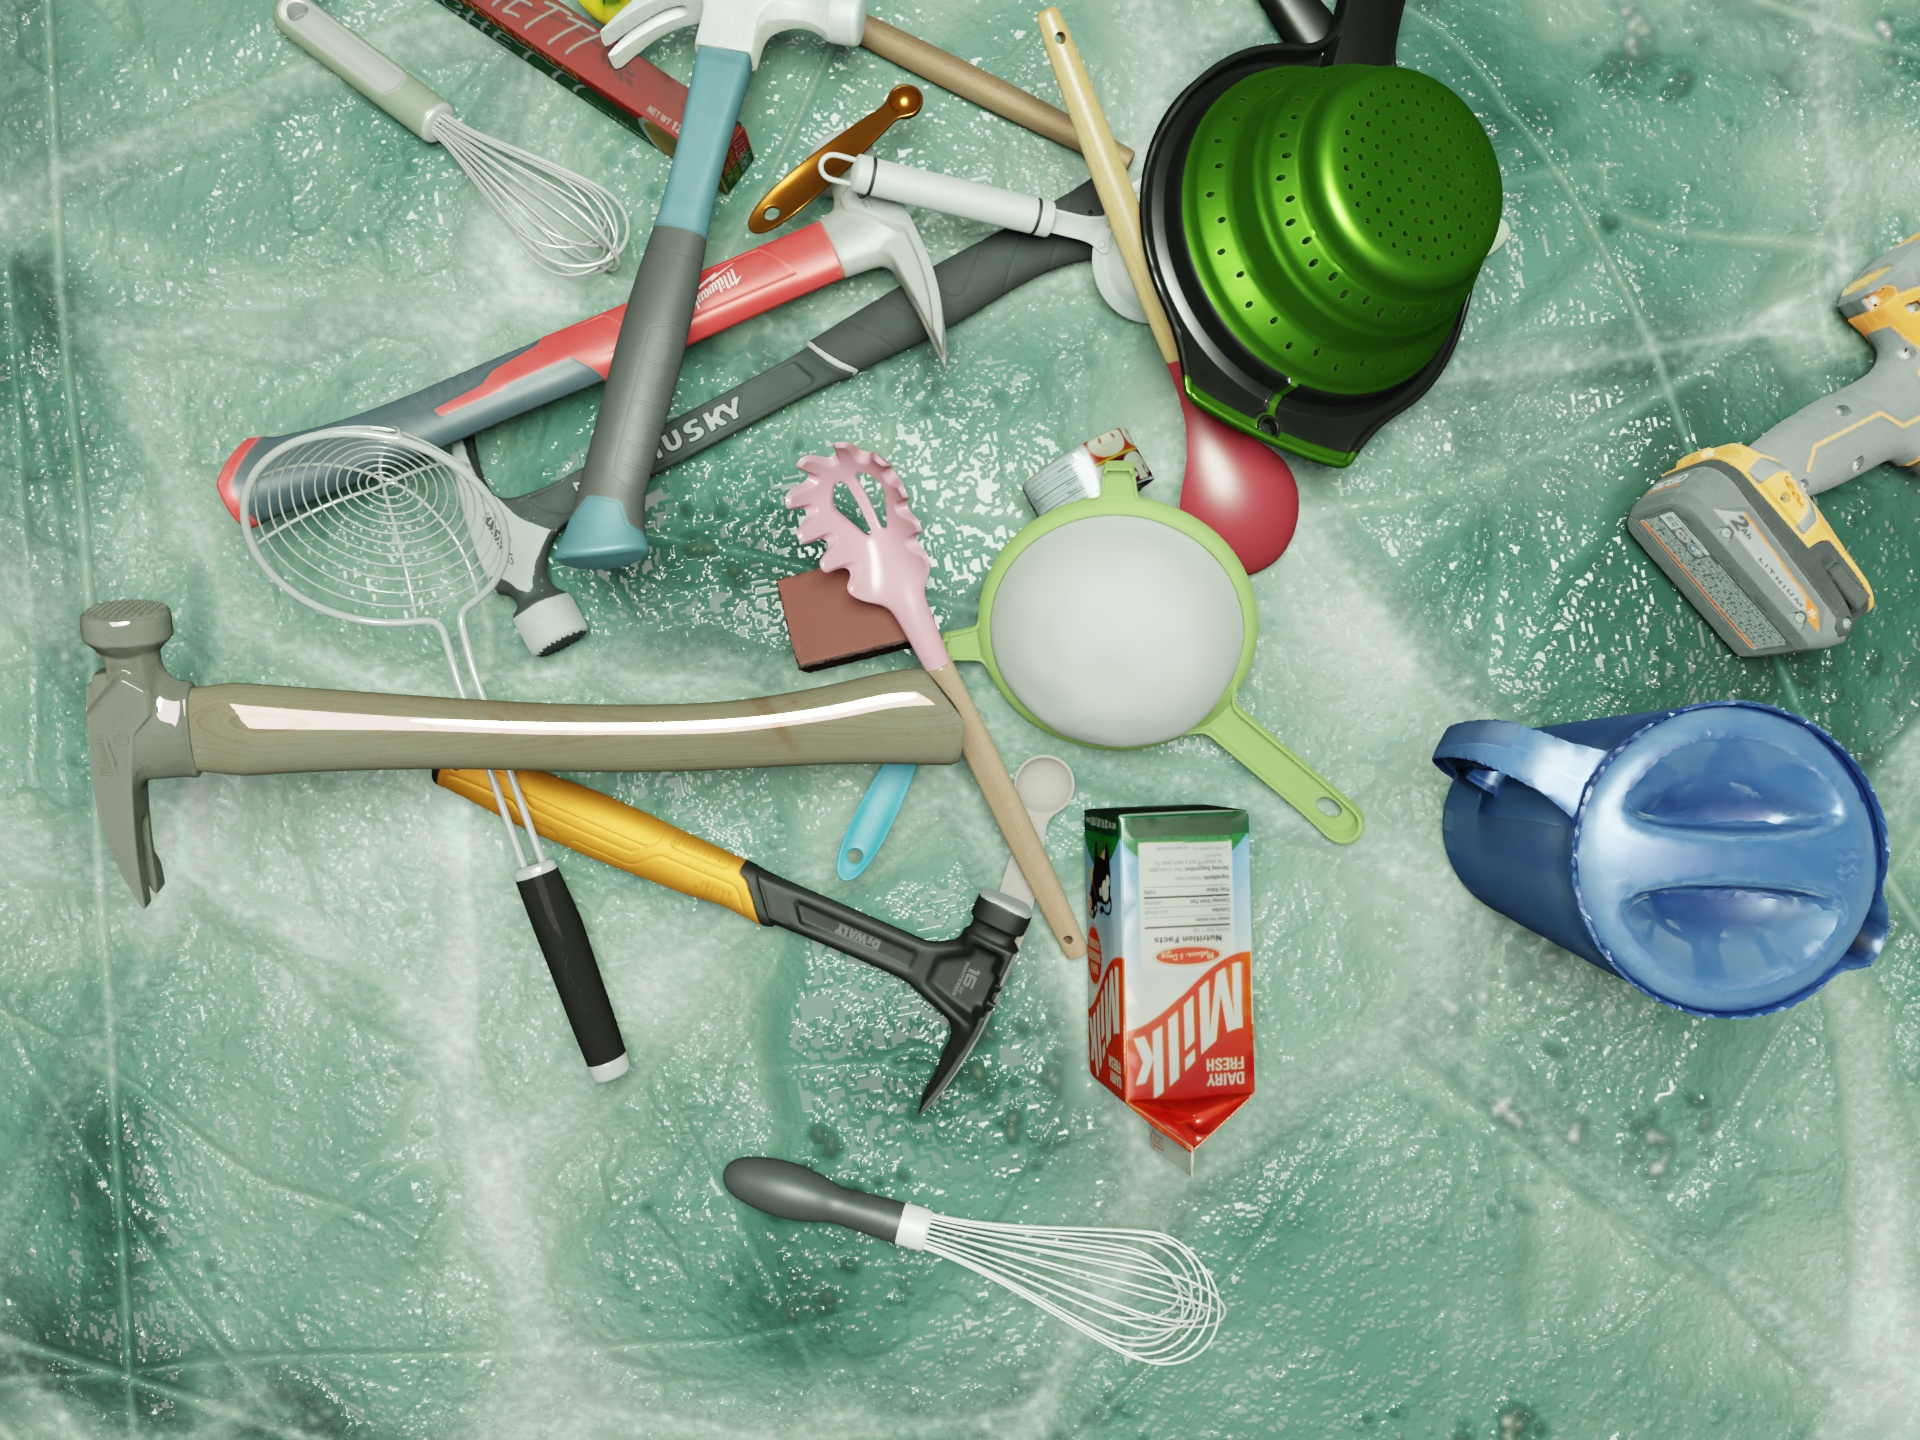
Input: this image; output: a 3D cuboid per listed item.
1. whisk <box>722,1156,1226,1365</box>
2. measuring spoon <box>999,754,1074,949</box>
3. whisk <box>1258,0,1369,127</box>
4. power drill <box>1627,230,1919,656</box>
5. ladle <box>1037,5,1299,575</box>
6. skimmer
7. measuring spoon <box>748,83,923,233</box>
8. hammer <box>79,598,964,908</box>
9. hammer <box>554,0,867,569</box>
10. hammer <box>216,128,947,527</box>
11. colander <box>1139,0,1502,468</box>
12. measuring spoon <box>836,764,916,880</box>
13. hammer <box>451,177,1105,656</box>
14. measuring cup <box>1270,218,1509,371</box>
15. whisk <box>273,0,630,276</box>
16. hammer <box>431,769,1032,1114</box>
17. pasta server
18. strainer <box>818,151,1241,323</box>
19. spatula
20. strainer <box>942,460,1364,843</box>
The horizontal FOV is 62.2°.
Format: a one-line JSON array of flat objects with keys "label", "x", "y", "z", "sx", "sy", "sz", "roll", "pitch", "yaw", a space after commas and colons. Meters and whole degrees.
[{"label": "whisk", "x": 0.006, "y": 0.286, "z": 0.870, "sx": 0.284, "sy": 0.070, "sz": 0.070, "roll": 15, "pitch": 90, "yaw": 5}, {"label": "measuring spoon", "x": 0.035, "y": 0.078, "z": 0.893, "sx": 0.034, "sy": 0.018, "sz": 0.124, "roll": 13, "pitch": 97, "yaw": -8}, {"label": "whisk", "x": 0.140, "y": -0.447, "z": 0.873, "sx": 0.073, "sy": 0.073, "sz": 0.295, "roll": -40, "pitch": 97, "yaw": 0}, {"label": "power drill", "x": 0.504, "y": -0.129, "z": 0.861, "sx": 0.226, "sy": 0.084, "sz": 0.185, "roll": -42, "pitch": 91, "yaw": -5}, {"label": "ladle", "x": 0.106, "y": -0.214, "z": 0.831, "sx": 0.069, "sy": 0.031, "sz": 0.315, "roll": -26, "pitch": 109, "yaw": -2}, {"label": "skimmer", "x": -0.250, "y": 0.028, "z": 0.813, "sx": 0.127, "sy": 0.090, "sz": 0.363, "roll": -17, "pitch": 98, "yaw": 9}, {"label": "measuring spoon", "x": -0.065, "y": -0.293, "z": 0.836, "sx": 0.117, "sy": 0.011, "sz": 0.021, "roll": -41, "pitch": 74, "yaw": -3}, {"label": "hammer", "x": -0.204, "y": 0.016, "z": 0.782, "sx": 0.410, "sy": 0.038, "sz": 0.146, "roll": 0, "pitch": 108, "yaw": -9}, {"label": "hammer", "x": -0.144, "y": -0.233, "z": 0.807, "sx": 0.128, "sy": 0.033, "sz": 0.331, "roll": 12, "pitch": 80, "yaw": 4}, {"label": "hammer", "x": -0.199, "y": -0.178, "z": 0.838, "sx": 0.386, "sy": 0.038, "sz": 0.143, "roll": -24, "pitch": 73, "yaw": -3}, {"label": "colander", "x": 0.220, "y": -0.333, "z": 0.815, "sx": 0.204, "sy": 0.094, "sz": 0.397, "roll": 19, "pitch": 77, "yaw": -20}, {"label": "measuring spoon", "x": -0.036, "y": 0.032, "z": 0.873, "sx": 0.042, "sy": 0.021, "sz": 0.129, "roll": 26, "pitch": 74, "yaw": 2}, {"label": "hammer", "x": -0.091, "y": -0.195, "z": 0.881, "sx": 0.409, "sy": 0.036, "sz": 0.149, "roll": -29, "pitch": 89, "yaw": -1}, {"label": "measuring cup", "x": 0.235, "y": -0.238, "z": 0.886, "sx": 0.167, "sy": 0.038, "sz": 0.083, "roll": -30, "pitch": 92, "yaw": -17}, {"label": "whisk", "x": -0.282, "y": -0.325, "z": 0.875, "sx": 0.246, "sy": 0.059, "sz": 0.058, "roll": 37, "pitch": 78, "yaw": 5}, {"label": "hammer", "x": -0.137, "y": 0.093, "z": 0.877, "sx": 0.337, "sy": 0.034, "sz": 0.127, "roll": 24, "pitch": 95, "yaw": 1}, {"label": "pasta server", "x": -0.001, "y": -0.003, "z": 0.838, "sx": 0.060, "sy": 0.040, "sz": 0.316, "roll": -21, "pitch": 107, "yaw": 14}, {"label": "strainer", "x": 0.051, "y": -0.262, "z": 0.841, "sx": 0.258, "sy": 0.050, "sz": 0.086, "roll": 8, "pitch": 121, "yaw": -16}, {"label": "spatula", "x": -0.047, "y": -0.380, "z": 0.889, "sx": 0.316, "sy": 0.018, "sz": 0.060, "roll": 26, "pitch": 93, "yaw": 1}, {"label": "strainer", "x": 0.120, "y": -0.004, "z": 0.843, "sx": 0.256, "sy": 0.069, "sz": 0.151, "roll": 39, "pitch": 117, "yaw": -12}]
